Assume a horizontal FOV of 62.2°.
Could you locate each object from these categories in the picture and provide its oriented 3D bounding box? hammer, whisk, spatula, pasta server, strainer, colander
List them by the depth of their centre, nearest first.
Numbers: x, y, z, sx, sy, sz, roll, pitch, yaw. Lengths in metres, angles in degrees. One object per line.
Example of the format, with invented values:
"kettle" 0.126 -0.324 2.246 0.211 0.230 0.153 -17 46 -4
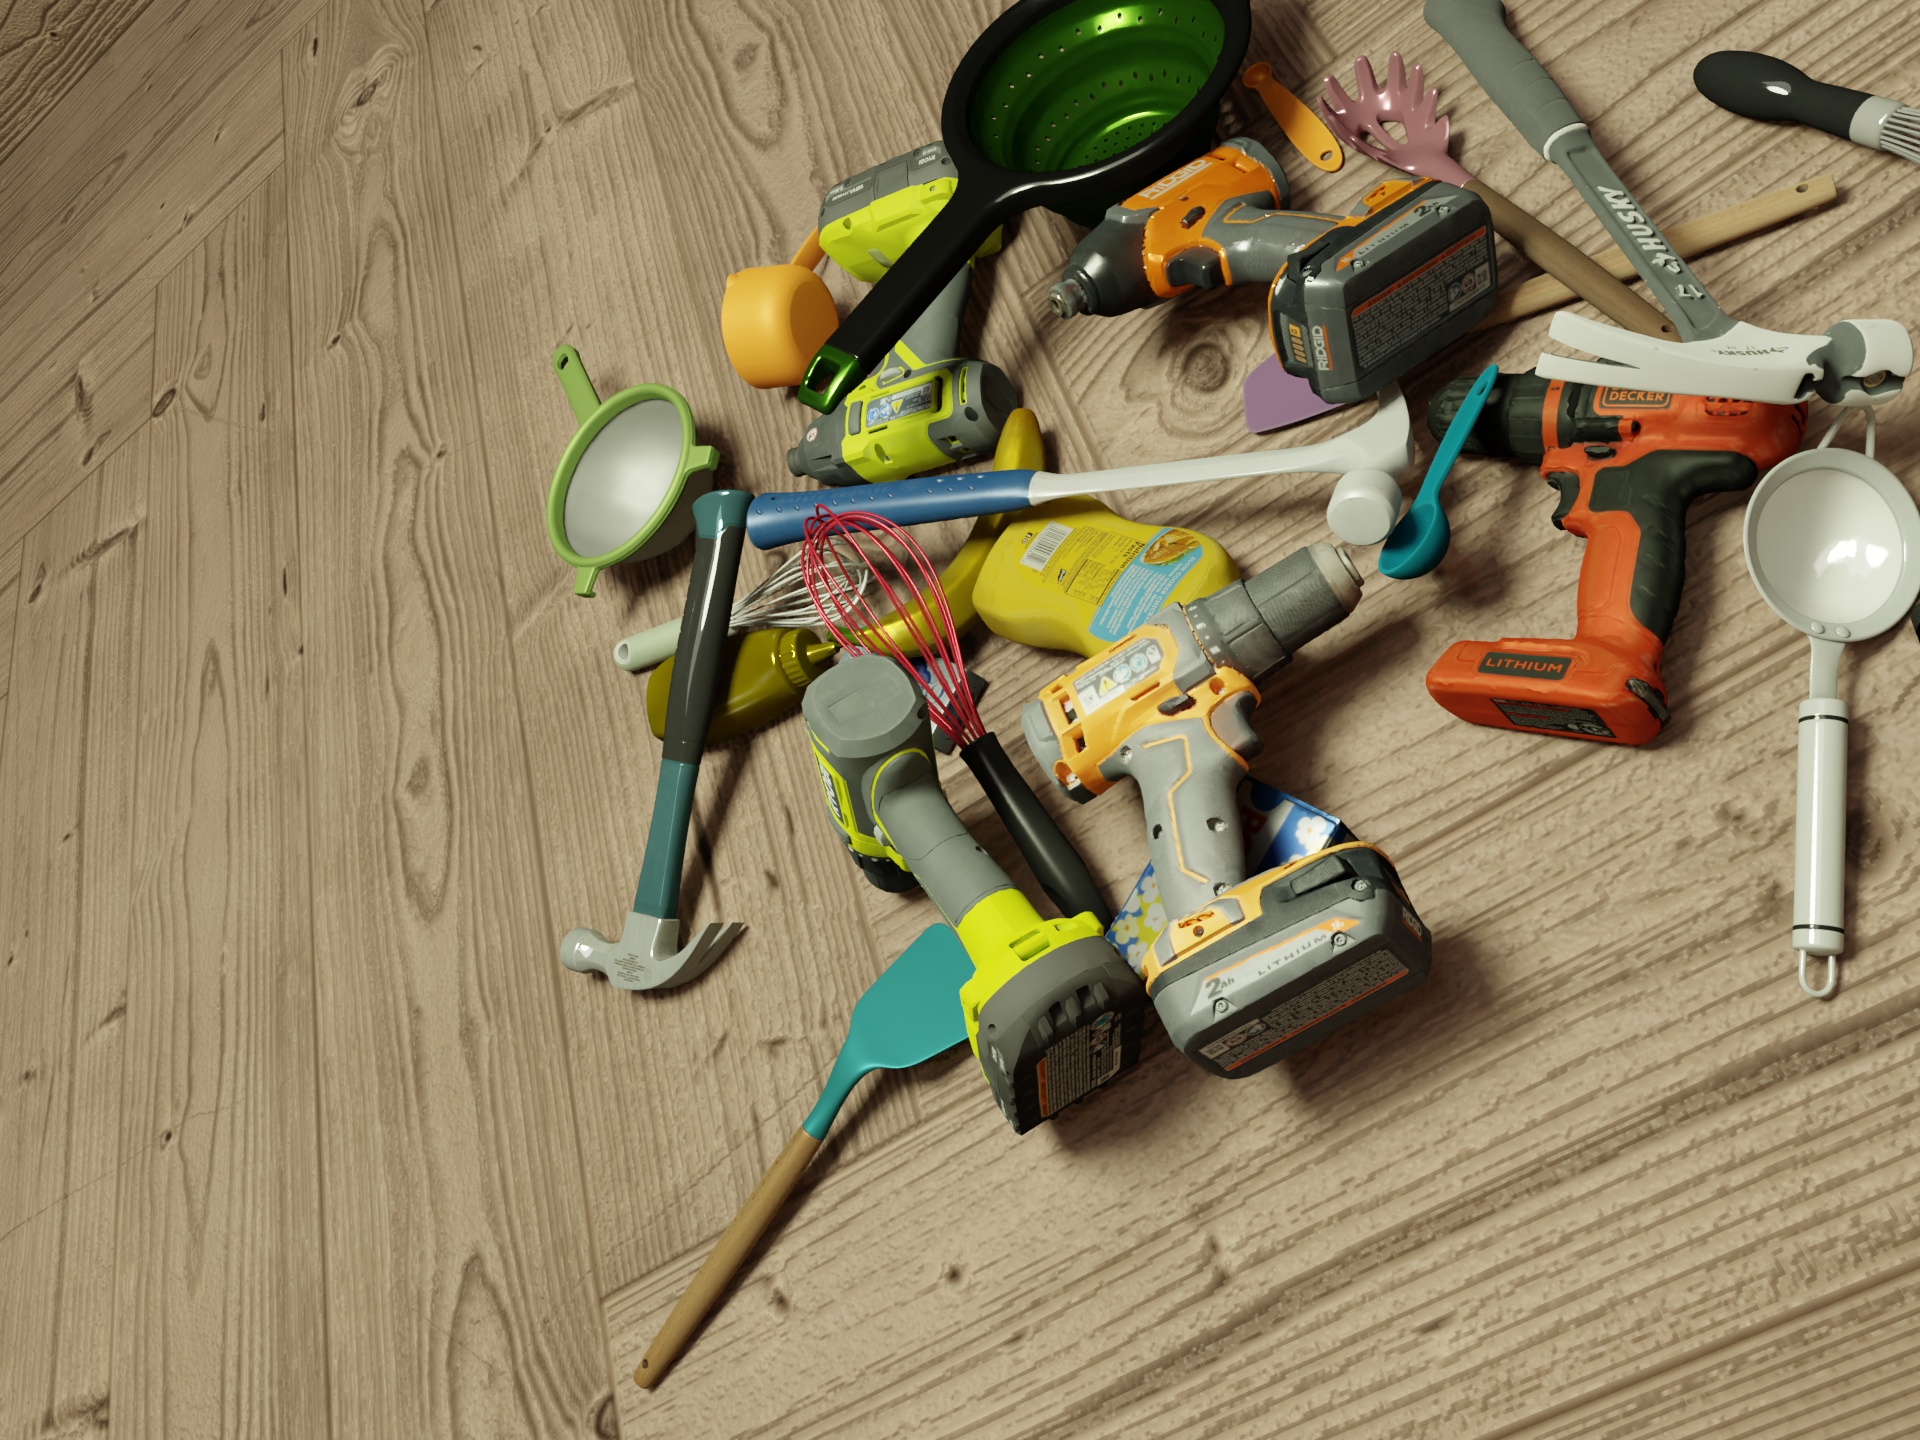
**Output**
"strainer" 0.369 -0.010 0.685 0.087 0.050 0.258 11 76 -6
"whisk" 0.457 -0.269 0.741 0.070 0.070 0.285 -49 44 7
"hammer" 0.307 -0.282 0.803 0.149 0.036 0.409 -2 45 -6
"spatula" 0.297 -0.227 0.859 0.316 0.018 0.060 -15 59 31
"pasta server" 0.290 -0.281 0.861 0.060 0.040 0.317 -30 46 3
"whisk" -0.001 -0.003 0.886 0.073 0.073 0.296 -37 77 16
"spatula" -0.090 0.257 0.908 0.082 0.044 0.317 41 100 41
"hammer" 0.056 -0.137 0.914 0.405 0.035 0.144 -2 39 28
"colander" 0.047 -0.325 1.013 0.205 0.094 0.397 32 79 37
"hammer" -0.181 0.013 1.035 0.128 0.033 0.331 9 89 33
"whisk" -0.156 -0.073 1.104 0.246 0.059 0.058 -16 77 36
"strainer" -0.258 -0.206 1.228 0.151 0.069 0.257 -44 49 14

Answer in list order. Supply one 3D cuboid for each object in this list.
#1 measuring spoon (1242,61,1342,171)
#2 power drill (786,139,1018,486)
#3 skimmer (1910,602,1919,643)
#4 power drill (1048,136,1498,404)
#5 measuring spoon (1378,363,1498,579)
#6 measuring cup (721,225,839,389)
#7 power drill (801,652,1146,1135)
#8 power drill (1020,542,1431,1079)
"measuring spoon" 0.211 -0.380 1.006 0.021 0.011 0.117 -36 55 16
"power drill" -0.043 -0.271 1.097 0.171 0.080 0.223 -11 66 32
"skimmer" 0.422 0.114 0.592 0.127 0.090 0.364 -16 49 25
"power drill" 0.163 -0.252 0.889 0.164 0.084 0.227 -34 39 -15
"measuring spoon" 0.245 -0.121 0.785 0.129 0.021 0.042 -61 12 -15
"measuring cup" -0.111 -0.319 1.179 0.052 0.095 0.174 4 52 31
"power drill" -0.001 0.095 0.835 0.080 0.190 0.229 -29 59 -14
"power drill" 0.141 0.031 0.759 0.185 0.084 0.226 -33 50 16
